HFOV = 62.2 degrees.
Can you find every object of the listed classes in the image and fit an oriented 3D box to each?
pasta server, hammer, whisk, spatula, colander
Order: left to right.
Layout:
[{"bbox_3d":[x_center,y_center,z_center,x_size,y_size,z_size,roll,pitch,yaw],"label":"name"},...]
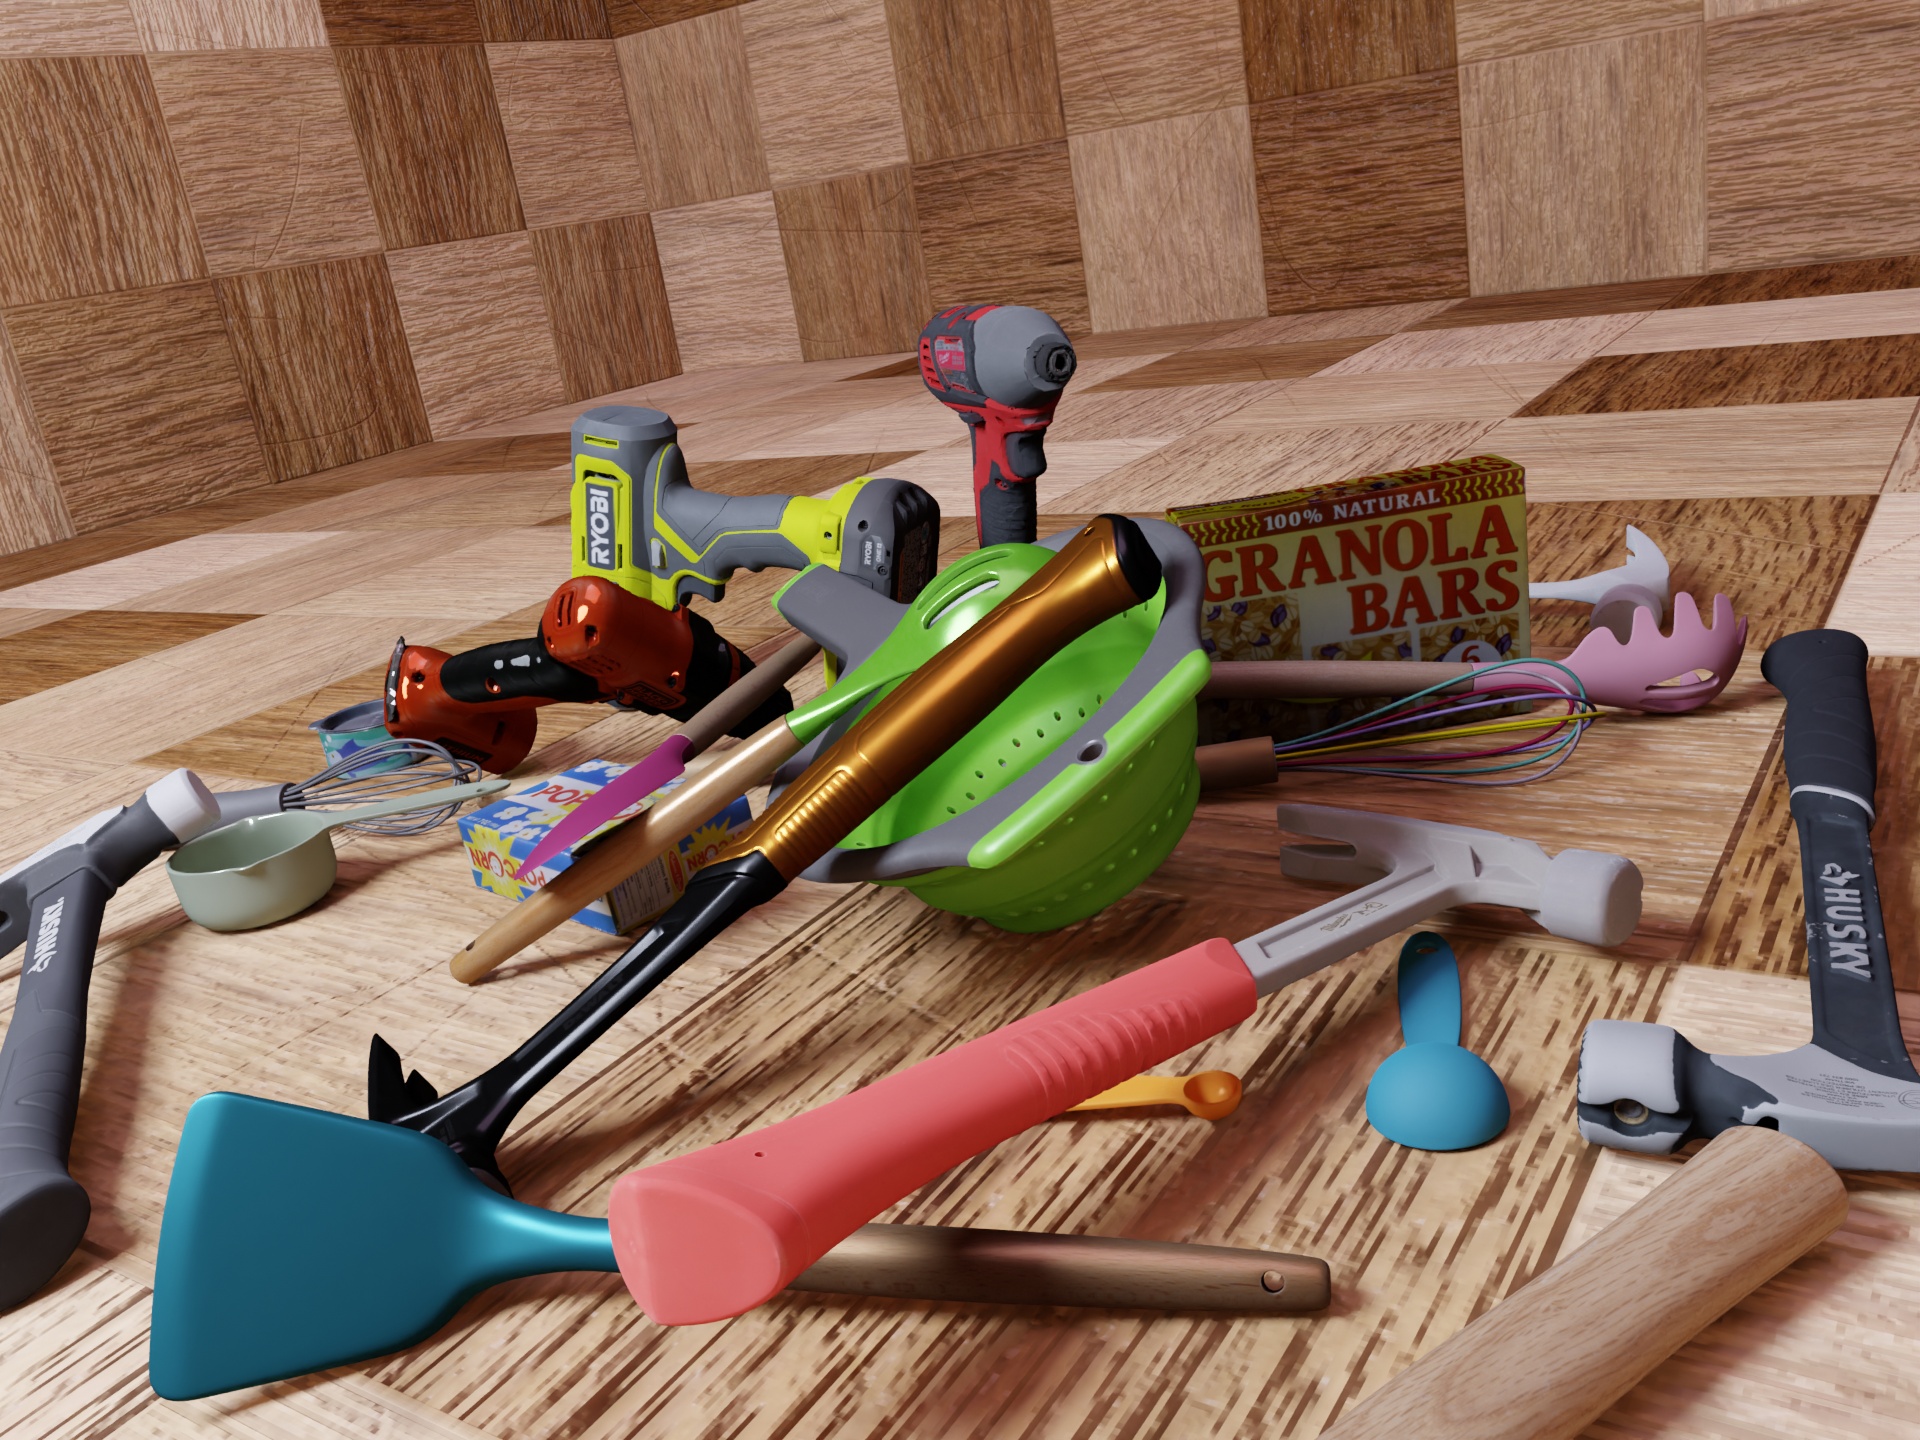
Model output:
[{"bbox_3d":[-0.370,0.122,0.637,0.146,0.035,0.335,-34,29,-11],"label":"hammer"},{"bbox_3d":[-0.375,0.049,0.886,0.239,0.055,0.055,-9,18,15],"label":"whisk"},{"bbox_3d":[-0.062,0.146,0.430,0.317,0.082,0.044,-1,-16,11],"label":"spatula"},{"bbox_3d":[-0.062,0.040,0.557,0.337,0.034,0.127,-41,26,-12],"label":"hammer"},{"bbox_3d":[-0.001,-0.002,0.715,0.204,0.094,0.397,-41,25,-7],"label":"colander"},{"bbox_3d":[0.054,0.086,0.485,0.359,0.036,0.149,-14,14,-39],"label":"hammer"},{"bbox_3d":[0.216,-0.078,0.975,0.405,0.035,0.144,1,22,30],"label":"hammer"},{"bbox_3d":[0.165,0.013,0.723,0.245,0.051,0.047,-9,24,12],"label":"whisk"},{"bbox_3d":[0.076,0.165,0.330,0.331,0.031,0.130,-20,22,-30],"label":"hammer"},{"bbox_3d":[0.210,-0.025,0.745,0.316,0.060,0.040,0,48,3],"label":"pasta server"},{"bbox_3d":[0.322,0.039,0.576,0.149,0.036,0.409,1,21,27],"label":"hammer"}]

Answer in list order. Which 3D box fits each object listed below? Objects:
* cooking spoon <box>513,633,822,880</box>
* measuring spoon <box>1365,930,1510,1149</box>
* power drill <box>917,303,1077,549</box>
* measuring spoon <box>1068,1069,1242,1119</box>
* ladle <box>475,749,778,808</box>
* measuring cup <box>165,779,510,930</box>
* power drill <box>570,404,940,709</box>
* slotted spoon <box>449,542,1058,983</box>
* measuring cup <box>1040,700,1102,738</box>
[{"bbox_3d":[-0.127,0.005,0.776,0.069,0.017,0.319,-31,8,23],"label":"cooking spoon"},{"bbox_3d":[0.152,0.093,0.517,0.042,0.021,0.129,-4,20,16],"label":"measuring spoon"},{"bbox_3d":[0.038,-0.130,0.924,0.078,0.219,0.143,-17,19,-20],"label":"power drill"},{"bbox_3d":[0.033,0.124,0.513,0.117,0.011,0.021,-7,19,20],"label":"measuring spoon"},{"bbox_3d":[-0.117,0.012,0.845,0.320,0.062,0.078,-7,18,14],"label":"ladle"},{"bbox_3d":[-0.310,0.066,0.809,0.167,0.038,0.083,-14,19,-20],"label":"measuring cup"},{"bbox_3d":[-0.135,-0.081,0.974,0.228,0.190,0.080,12,25,17],"label":"power drill"},{"bbox_3d":[-0.088,0.019,0.649,0.314,0.031,0.070,-35,27,10],"label":"slotted spoon"},{"bbox_3d":[0.078,-0.009,0.808,0.062,0.029,0.156,9,14,27],"label":"measuring cup"}]
